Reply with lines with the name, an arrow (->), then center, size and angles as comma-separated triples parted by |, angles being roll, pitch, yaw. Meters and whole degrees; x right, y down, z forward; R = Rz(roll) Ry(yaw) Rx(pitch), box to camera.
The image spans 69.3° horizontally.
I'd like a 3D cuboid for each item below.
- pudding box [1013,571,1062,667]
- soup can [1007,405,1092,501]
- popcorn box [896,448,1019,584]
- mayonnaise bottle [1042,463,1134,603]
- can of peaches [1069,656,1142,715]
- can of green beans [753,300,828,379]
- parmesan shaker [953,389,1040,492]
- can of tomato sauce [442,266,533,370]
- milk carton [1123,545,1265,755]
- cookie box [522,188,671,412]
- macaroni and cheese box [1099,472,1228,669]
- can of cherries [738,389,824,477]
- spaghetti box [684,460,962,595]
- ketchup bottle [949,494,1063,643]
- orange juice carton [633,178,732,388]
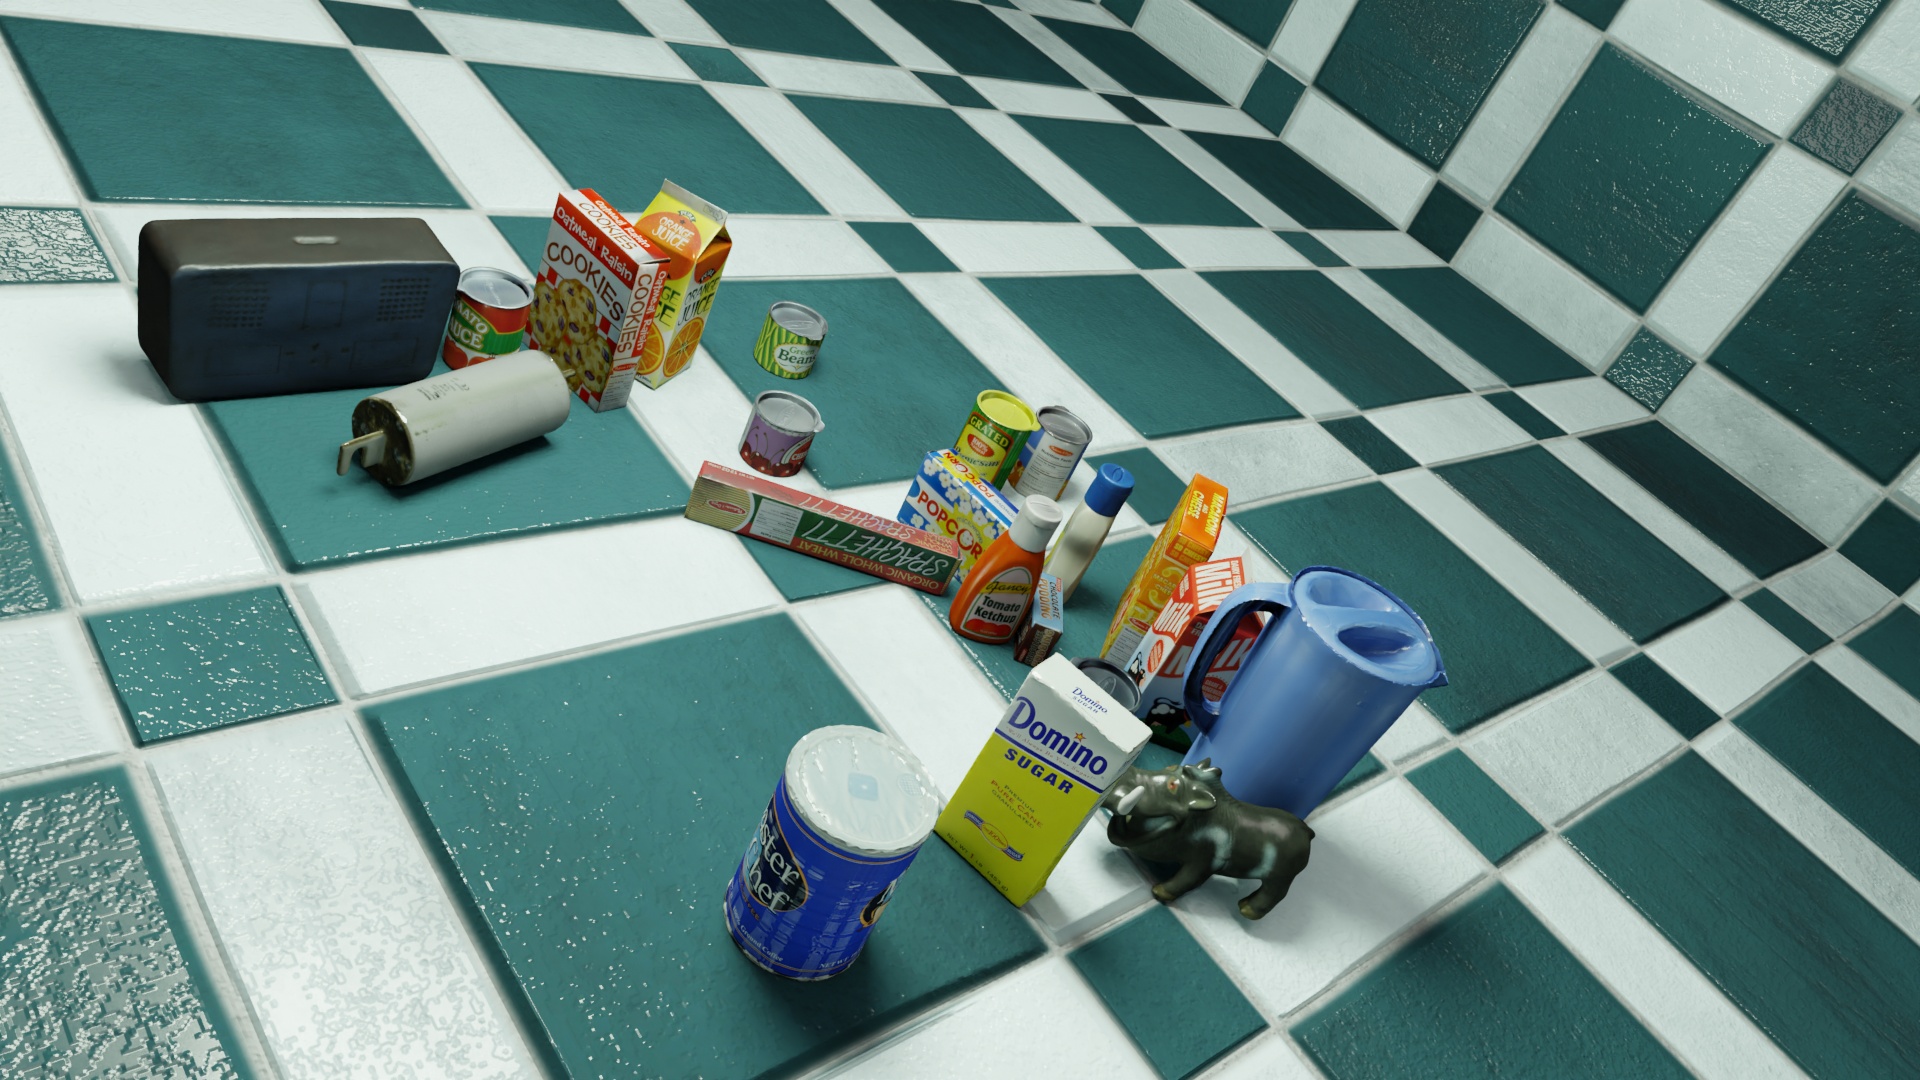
pudding box -> 0.073, 0.072, 1.284 | 0.030, 0.049, 0.084 | 21, 34, -10
soup can -> 0.095, -0.093, 1.493 | 0.071, 0.083, 0.072 | 18, 34, -13
popcorn box -> 0.005, -0.017, 1.326 | 0.038, 0.084, 0.127 | -17, 53, -47
mayonnaise bottle -> 0.119, -0.007, 1.335 | 0.041, 0.147, 0.065 | 29, 33, 3
can of peaches -> 0.114, 0.143, 1.209 | 0.071, 0.057, 0.071 | 18, 34, -13
can of green beans -> -0.183, -0.215, 1.490 | 0.071, 0.057, 0.071 | 18, 34, -13
parmesan shaker -> 0.030, -0.093, 1.431 | 0.071, 0.102, 0.072 | 18, 34, -13
can of tomato sauce -> -0.434, -0.197, 1.270 | 0.071, 0.082, 0.071 | 18, 34, -13
milk carton -> 0.211, 0.093, 1.224 | 0.073, 0.189, 0.073 | 21, 34, -9
cookie box -> -0.341, -0.223, 1.293 | 0.123, 0.166, 0.040 | 42, 36, 21
macaroni and cheese box -> 0.194, 0.033, 1.315 | 0.040, 0.165, 0.124 | 28, 33, 1
can of cherries -> -0.173, -0.102, 1.343 | 0.071, 0.058, 0.072 | 18, 34, -13
spaghetti box -> -0.122, -0.009, 1.260 | 0.250, 0.050, 0.029 | 18, 34, -14
ketchup bottle -> 0.045, 0.025, 1.239 | 0.065, 0.148, 0.044 | 14, 35, -20
orange juice carton -> -0.283, -0.251, 1.348 | 0.072, 0.191, 0.073 | 31, 33, 6
